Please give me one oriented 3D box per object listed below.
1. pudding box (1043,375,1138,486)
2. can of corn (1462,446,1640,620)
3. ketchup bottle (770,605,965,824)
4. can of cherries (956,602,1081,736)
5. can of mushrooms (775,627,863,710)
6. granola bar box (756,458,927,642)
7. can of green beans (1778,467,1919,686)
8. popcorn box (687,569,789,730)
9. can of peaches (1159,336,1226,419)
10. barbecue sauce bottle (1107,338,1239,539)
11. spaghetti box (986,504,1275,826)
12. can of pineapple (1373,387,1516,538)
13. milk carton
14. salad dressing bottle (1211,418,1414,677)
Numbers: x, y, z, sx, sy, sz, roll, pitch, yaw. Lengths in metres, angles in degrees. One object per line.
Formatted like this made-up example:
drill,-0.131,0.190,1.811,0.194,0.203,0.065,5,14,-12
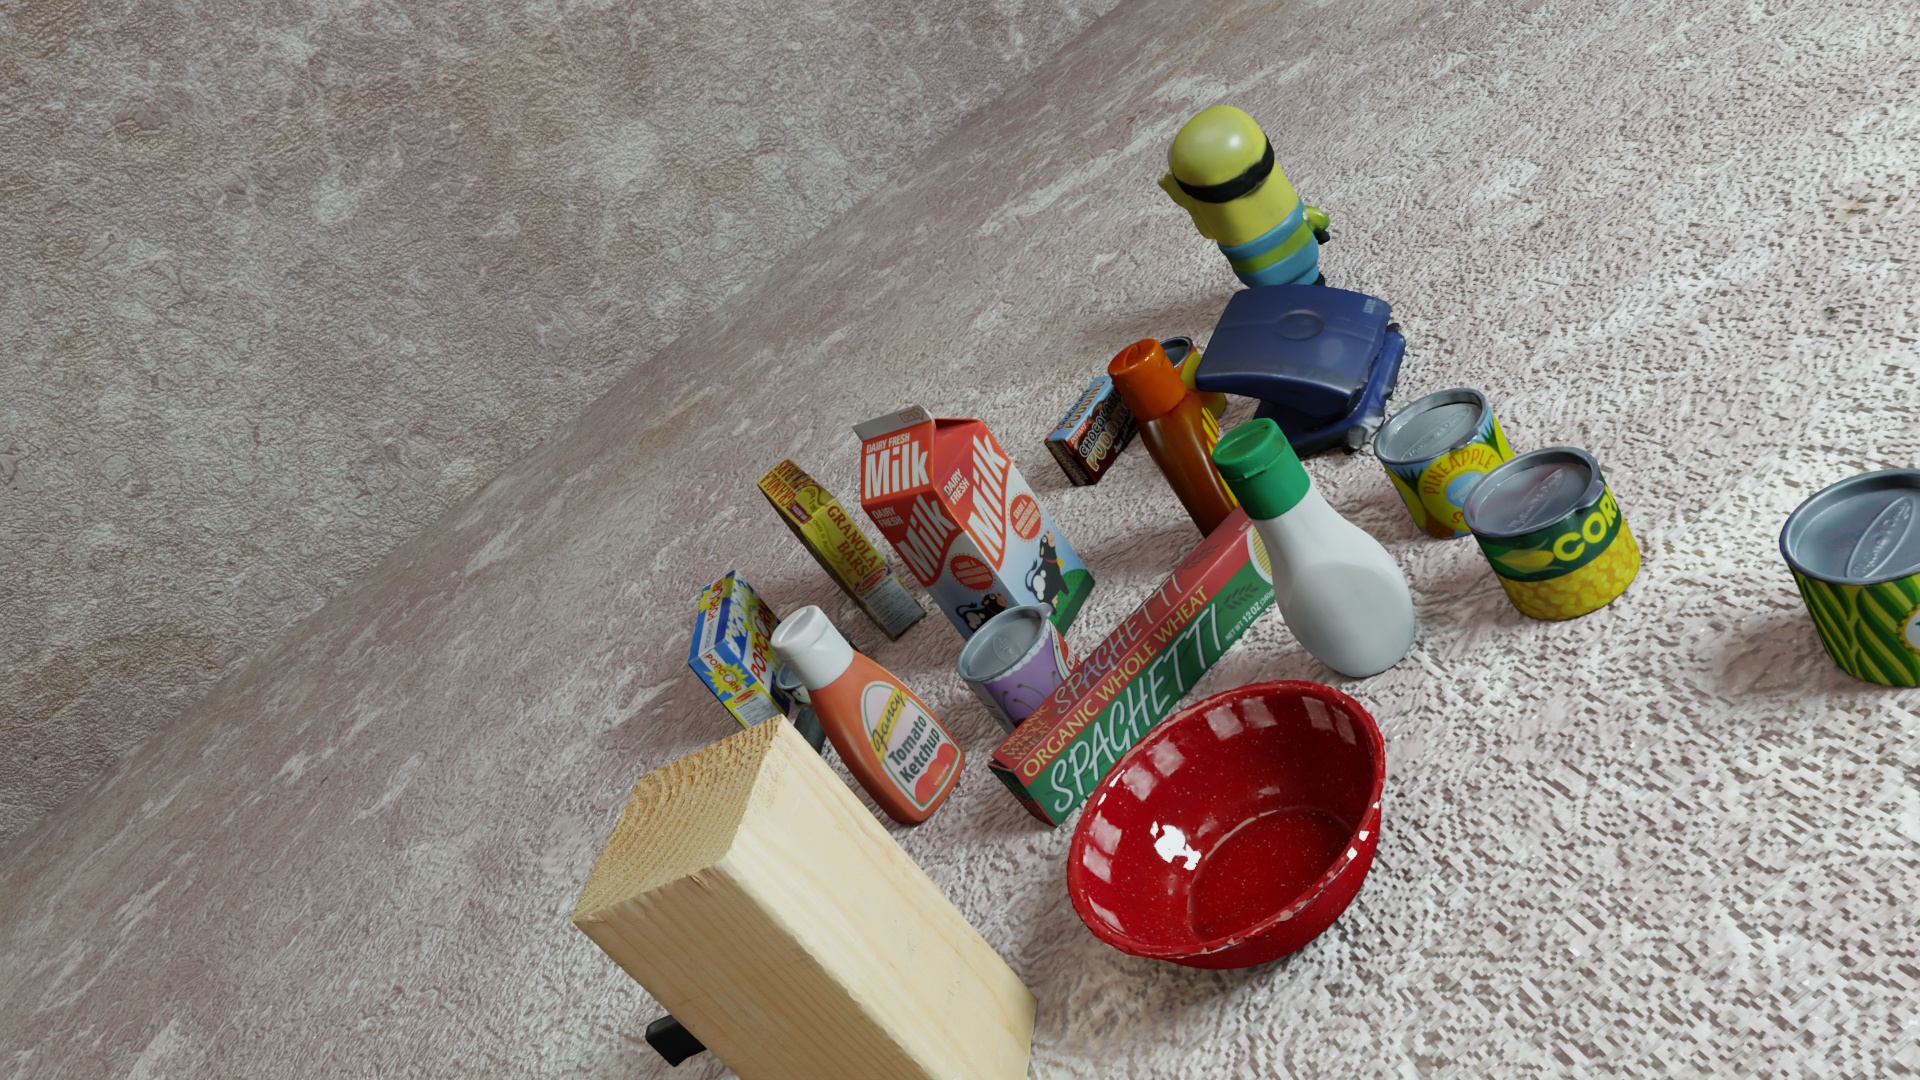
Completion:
pudding box,0.108,-0.089,1.111,0.030,0.049,0.084,-4,39,52
can of corn,0.292,-0.003,0.680,0.071,0.058,0.071,-30,24,15
ketchup bottle,-0.059,0.105,0.856,0.043,0.148,0.065,-10,35,47
can of cherries,0.043,0.082,0.870,0.071,0.058,0.072,-30,24,15
can of mushrooms,-0.105,0.101,1.075,0.071,0.033,0.071,-30,24,15
granola bar box,-0.101,0.005,1.133,0.039,0.124,0.166,-40,23,-6
can of green beans,0.366,0.015,0.544,0.071,0.057,0.071,-30,24,15
popcorn box,-0.177,0.089,1.131,0.038,0.085,0.127,-33,23,11
can of peaches,0.162,-0.113,1.071,0.071,0.058,0.071,-30,24,15
barbecue sauce bottle,0.145,-0.059,0.877,0.043,0.148,0.065,-23,27,30
spaghetti box,0.120,0.061,0.811,0.251,0.050,0.028,-43,24,-15
can of pineapple,0.275,-0.042,0.779,0.071,0.057,0.071,-30,24,15
milk carton,0.003,-0.012,0.934,0.072,0.190,0.074,-13,32,44
salad dressing bottle,0.180,0.004,0.711,0.064,0.147,0.044,-27,25,22
